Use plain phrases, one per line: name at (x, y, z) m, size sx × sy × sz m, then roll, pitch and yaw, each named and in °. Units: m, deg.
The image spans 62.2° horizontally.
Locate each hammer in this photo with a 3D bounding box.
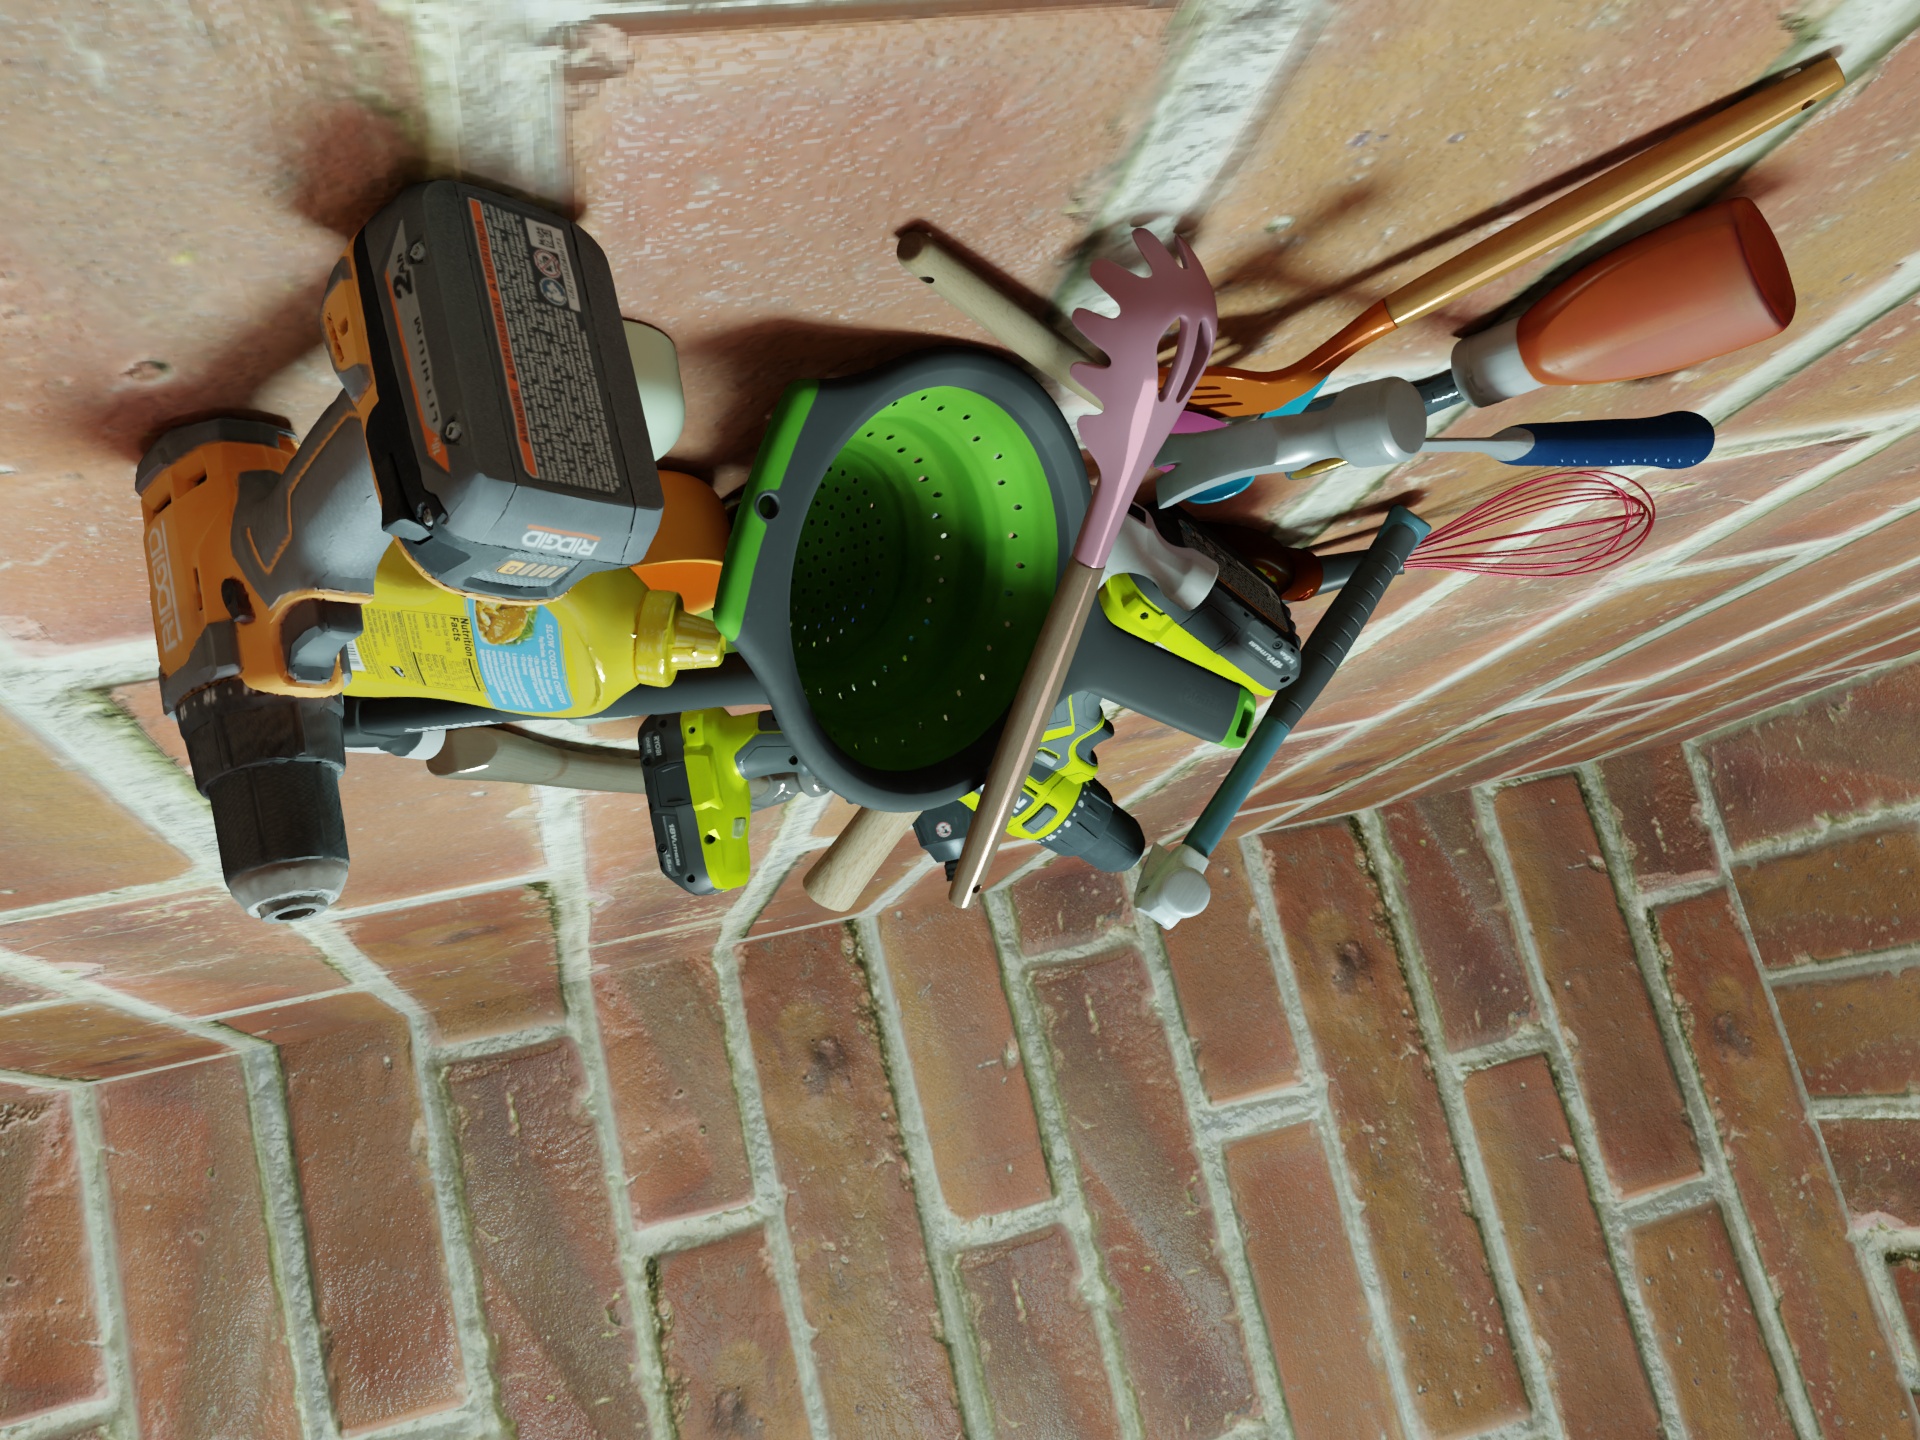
hammer at (0.210, -0.007, 1.022) m, size 0.331 × 0.033 × 0.128 m, roll -55°, pitch 178°, yaw -13°
hammer at (-0.001, -0.003, 0.925) m, size 0.130 × 0.031 × 0.331 m, roll 31°, pitch 121°, yaw -13°
hammer at (-0.261, 0.046, 1.231) m, size 0.146 × 0.038 × 0.410 m, roll -17°, pitch 167°, yaw 23°
hammer at (0.264, -0.138, 0.795) m, size 0.405 × 0.035 × 0.144 m, roll -9°, pitch -176°, yaw -42°
hammer at (-0.228, -0.011, 0.843) m, size 0.335 × 0.035 × 0.146 m, roll -5°, pitch 171°, yaw 28°

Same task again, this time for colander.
colander at (0.014, -0.049, 0.781) m, size 0.095 × 0.204 × 0.396 m, roll 17°, pitch 178°, yaw 42°

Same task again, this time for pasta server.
pasta server at (0.042, -0.049, 0.680) m, size 0.060 × 0.040 × 0.316 m, roll -5°, pitch 127°, yaw -36°

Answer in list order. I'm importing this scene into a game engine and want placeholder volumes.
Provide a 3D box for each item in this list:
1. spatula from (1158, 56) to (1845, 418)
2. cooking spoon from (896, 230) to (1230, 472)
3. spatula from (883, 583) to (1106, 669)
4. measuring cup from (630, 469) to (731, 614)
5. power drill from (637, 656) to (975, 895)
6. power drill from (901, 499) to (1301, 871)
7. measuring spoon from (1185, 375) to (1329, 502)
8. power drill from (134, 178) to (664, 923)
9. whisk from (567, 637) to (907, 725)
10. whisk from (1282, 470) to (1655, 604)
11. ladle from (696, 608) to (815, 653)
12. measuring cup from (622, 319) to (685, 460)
spatula at (0.205, -0.196, 0.686) m, size 0.322 × 0.041 × 0.081 m, roll -25°, pitch 160°, yaw 28°
cooking spoon at (0.060, -0.149, 0.706) m, size 0.069 × 0.017 × 0.318 m, roll 4°, pitch 174°, yaw 30°
spatula at (0.070, -0.071, 1.050) m, size 0.317 × 0.044 × 0.082 m, roll -5°, pitch 151°, yaw -40°
measuring cup at (-0.190, -0.071, 0.741) m, size 0.173 × 0.052 × 0.095 m, roll -12°, pitch 168°, yaw 2°
power drill at (-0.095, 0.042, 1.084) m, size 0.223 × 0.171 × 0.080 m, roll -12°, pitch 174°, yaw 11°
power drill at (0.096, -0.008, 0.984) m, size 0.190 × 0.080 × 0.228 m, roll 34°, pitch 119°, yaw -25°
measuring spoon at (0.155, -0.157, 0.834) m, size 0.042 × 0.021 × 0.128 m, roll -1°, pitch 155°, yaw -26°
power drill at (-0.199, -0.047, 0.533) m, size 0.226 × 0.185 × 0.084 m, roll -26°, pitch 161°, yaw 35°
whisk at (-0.135, -0.027, 1.024) m, size 0.246 × 0.058 × 0.059 m, roll -10°, pitch 133°, yaw 0°
whisk at (0.324, -0.116, 1.100) m, size 0.296 × 0.073 × 0.073 m, roll -11°, pitch 169°, yaw 13°
ladle at (-0.217, -0.052, 0.791) m, size 0.320 × 0.062 × 0.078 m, roll -2°, pitch 167°, yaw -34°
measuring cup at (-0.167, -0.103, 0.643) m, size 0.083 × 0.038 × 0.167 m, roll -5°, pitch 163°, yaw -36°
